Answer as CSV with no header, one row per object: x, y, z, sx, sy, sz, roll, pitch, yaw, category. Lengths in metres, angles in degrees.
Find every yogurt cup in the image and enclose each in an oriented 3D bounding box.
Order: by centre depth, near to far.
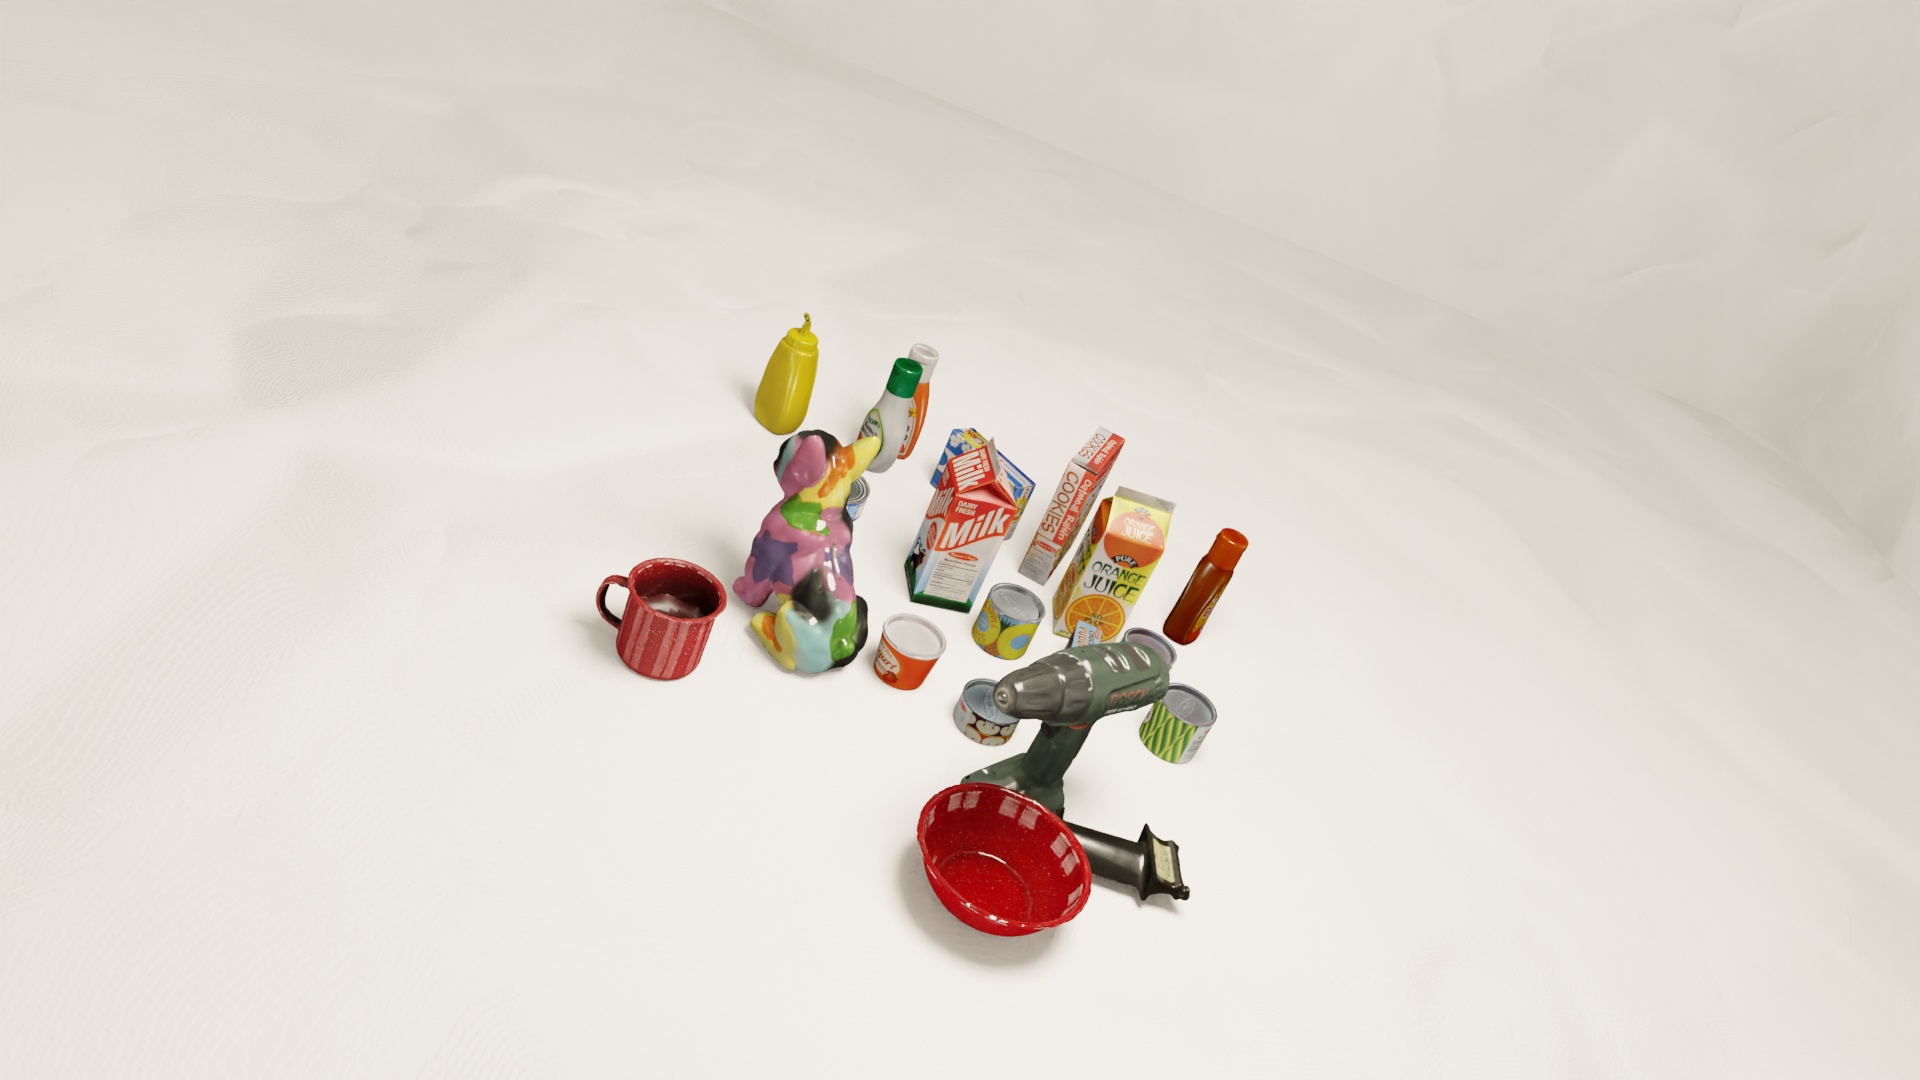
-0.054,0.115,1.410,0.072,0.053,0.073,17,32,-11,yogurt cup

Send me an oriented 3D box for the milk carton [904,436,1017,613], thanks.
0.005,-0.019,1.521,0.073,0.189,0.073,13,33,-18,milk carton

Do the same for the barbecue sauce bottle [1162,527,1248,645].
0.292,0.053,1.645,0.044,0.147,0.065,34,32,16,barbecue sauce bottle

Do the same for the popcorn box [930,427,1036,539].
0.027,-0.070,1.714,0.038,0.084,0.127,-12,46,-44,popcorn box

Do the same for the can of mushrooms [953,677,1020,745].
0.030,0.173,1.398,0.071,0.033,0.071,17,32,-11,can of mushrooms

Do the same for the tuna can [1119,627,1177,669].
0.211,0.134,1.579,0.071,0.032,0.071,17,32,-11,tuna can

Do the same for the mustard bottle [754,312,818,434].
-0.204,-0.207,1.695,0.065,0.159,0.049,42,35,27,mustard bottle

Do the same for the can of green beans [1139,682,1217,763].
0.231,0.194,1.477,0.071,0.057,0.071,17,32,-11,can of green beans

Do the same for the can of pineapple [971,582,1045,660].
0.050,0.088,1.517,0.071,0.057,0.071,17,32,-11,can of pineapple

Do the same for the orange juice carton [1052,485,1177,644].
0.172,0.024,1.566,0.072,0.191,0.073,18,31,-10,orange juice carton

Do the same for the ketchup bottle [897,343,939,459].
-0.068,-0.177,1.752,0.065,0.148,0.044,24,31,0,ketchup bottle

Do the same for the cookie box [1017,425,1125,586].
0.134,-0.042,1.665,0.040,0.166,0.123,29,31,8,cookie box

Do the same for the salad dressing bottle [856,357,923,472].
-0.087,-0.154,1.706,0.044,0.147,0.064,-1,39,-36,salad dressing bottle

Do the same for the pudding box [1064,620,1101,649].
0.128,0.130,1.512,0.030,0.049,0.084,24,31,0,pudding box
